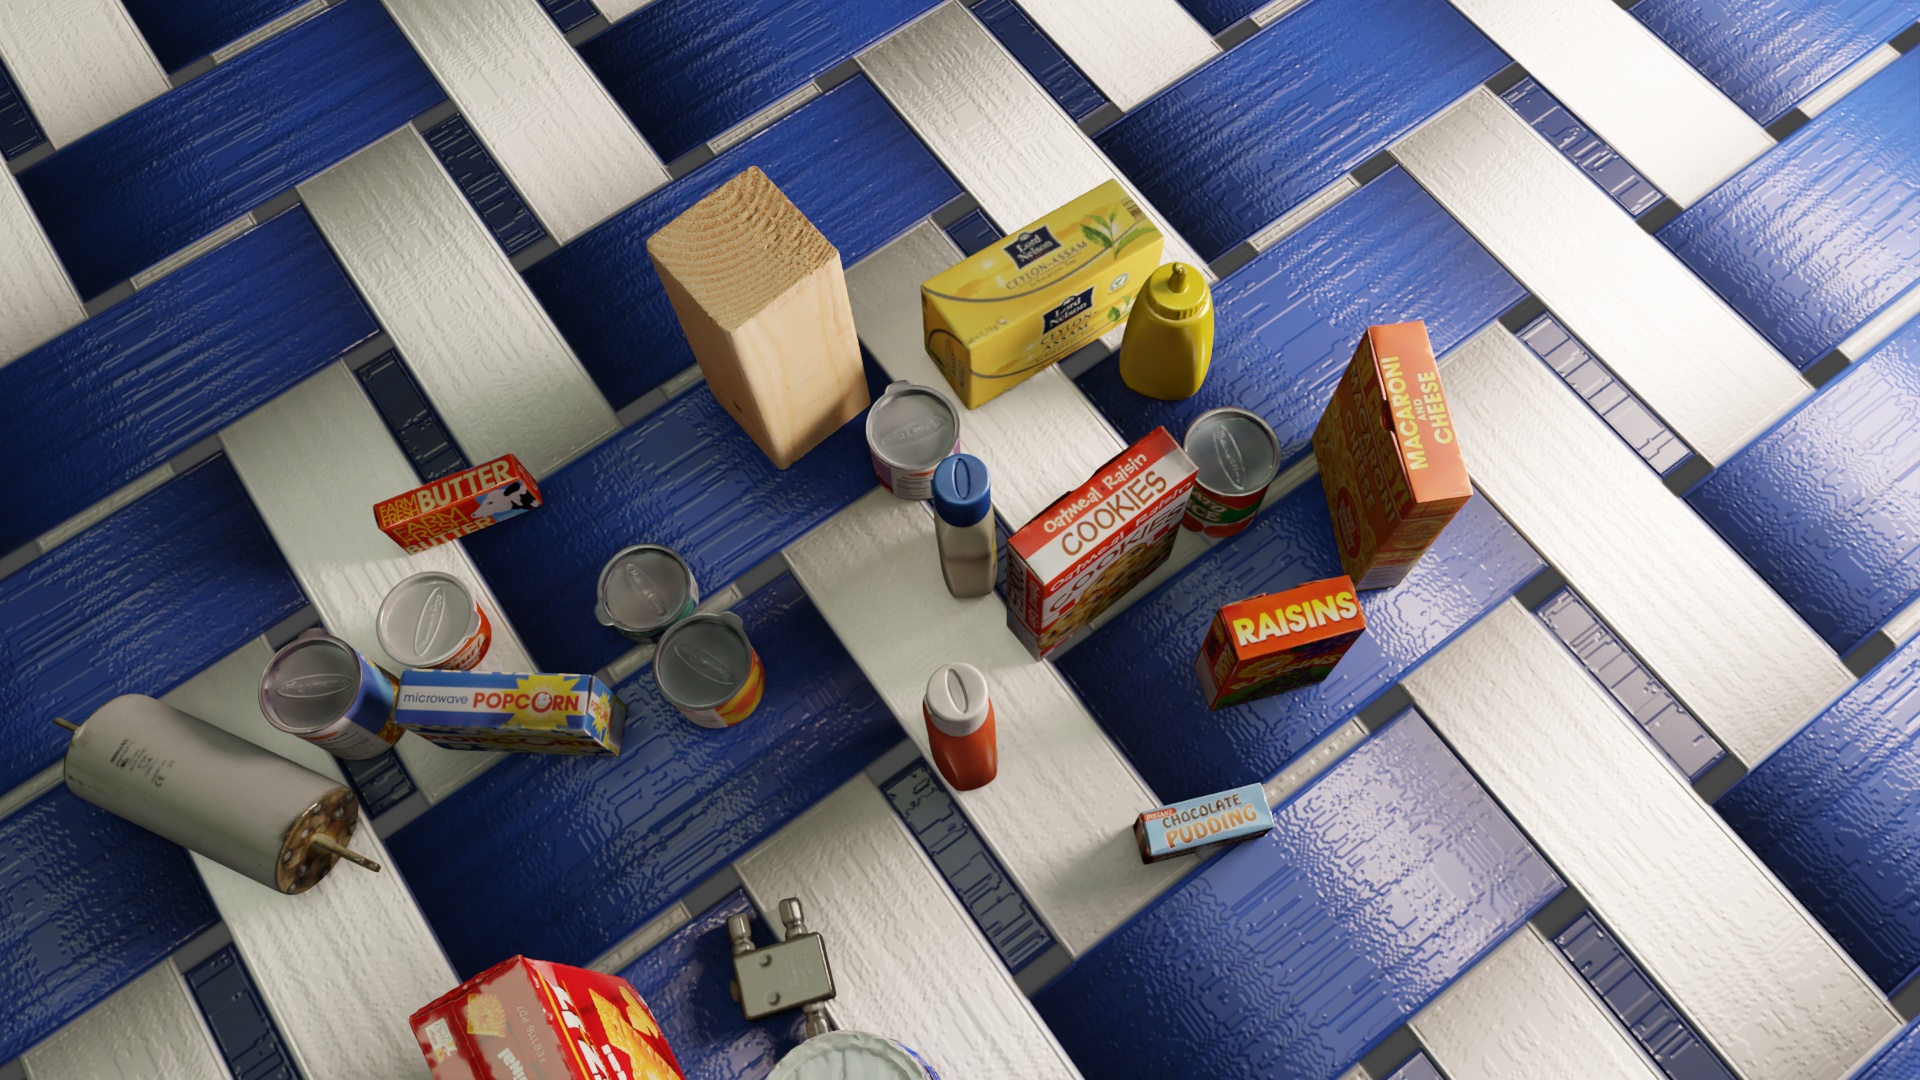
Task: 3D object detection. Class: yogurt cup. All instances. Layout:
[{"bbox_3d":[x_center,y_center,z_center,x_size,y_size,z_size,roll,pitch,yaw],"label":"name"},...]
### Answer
[{"bbox_3d":[-0.359,0.061,0.958,0.072,0.053,0.072,-1,69,2],"label":"yogurt cup"}]

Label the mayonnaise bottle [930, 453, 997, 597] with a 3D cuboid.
[{"bbox_3d":[0.003,-0.012,0.925,0.041,0.147,0.065,-5,69,0],"label":"mayonnaise bottle"}]

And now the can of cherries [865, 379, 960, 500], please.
[{"bbox_3d":[-0.033,-0.072,0.997,0.071,0.058,0.072,-1,69,2],"label":"can of cherries"}]

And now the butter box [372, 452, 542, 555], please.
[{"bbox_3d":[-0.358,-0.025,0.992,0.103,0.053,0.024,-22,70,-7],"label":"butter box"}]

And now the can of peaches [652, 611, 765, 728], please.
[{"bbox_3d":[-0.167,0.087,0.939,0.071,0.058,0.071,-1,69,2],"label":"can of peaches"}]

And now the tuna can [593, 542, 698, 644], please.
[{"bbox_3d":[-0.220,0.039,0.973,0.071,0.032,0.071,-1,69,2],"label":"tuna can"}]

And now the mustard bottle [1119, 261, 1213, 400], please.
[{"bbox_3d":[0.148,-0.152,0.969,0.065,0.159,0.049,13,70,7],"label":"mustard bottle"}]

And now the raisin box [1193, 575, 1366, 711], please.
[{"bbox_3d":[0.204,0.068,0.901,0.086,0.123,0.040,-14,69,-3],"label":"raisin box"}]

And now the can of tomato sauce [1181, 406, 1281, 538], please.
[{"bbox_3d":[0.181,-0.045,0.967,0.071,0.082,0.071,-1,69,2],"label":"can of tomato sauce"}]

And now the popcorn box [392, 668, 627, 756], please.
[{"bbox_3d":[-0.295,0.114,0.918,0.127,0.085,0.038,2,69,2],"label":"popcorn box"}]

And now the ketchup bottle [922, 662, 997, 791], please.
[{"bbox_3d":[-0.001,0.114,0.875,0.043,0.148,0.065,-19,70,-5],"label":"ketchup bottle"}]

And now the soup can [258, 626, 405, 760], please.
[{"bbox_3d":[-0.415,0.103,0.927,0.071,0.083,0.071,-1,69,2],"label":"soup can"}]

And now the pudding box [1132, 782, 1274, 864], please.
[{"bbox_3d":[0.156,0.183,0.896,0.084,0.049,0.030,-13,69,-3],"label":"pudding box"}]

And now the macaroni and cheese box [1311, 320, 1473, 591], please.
[{"bbox_3d":[0.280,-0.051,0.922,0.040,0.166,0.124,-8,69,-1],"label":"macaroni and cheese box"}]

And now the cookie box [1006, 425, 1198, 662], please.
[{"bbox_3d":[0.087,0.006,0.905,0.123,0.167,0.040,-37,72,-12],"label":"cookie box"}]
